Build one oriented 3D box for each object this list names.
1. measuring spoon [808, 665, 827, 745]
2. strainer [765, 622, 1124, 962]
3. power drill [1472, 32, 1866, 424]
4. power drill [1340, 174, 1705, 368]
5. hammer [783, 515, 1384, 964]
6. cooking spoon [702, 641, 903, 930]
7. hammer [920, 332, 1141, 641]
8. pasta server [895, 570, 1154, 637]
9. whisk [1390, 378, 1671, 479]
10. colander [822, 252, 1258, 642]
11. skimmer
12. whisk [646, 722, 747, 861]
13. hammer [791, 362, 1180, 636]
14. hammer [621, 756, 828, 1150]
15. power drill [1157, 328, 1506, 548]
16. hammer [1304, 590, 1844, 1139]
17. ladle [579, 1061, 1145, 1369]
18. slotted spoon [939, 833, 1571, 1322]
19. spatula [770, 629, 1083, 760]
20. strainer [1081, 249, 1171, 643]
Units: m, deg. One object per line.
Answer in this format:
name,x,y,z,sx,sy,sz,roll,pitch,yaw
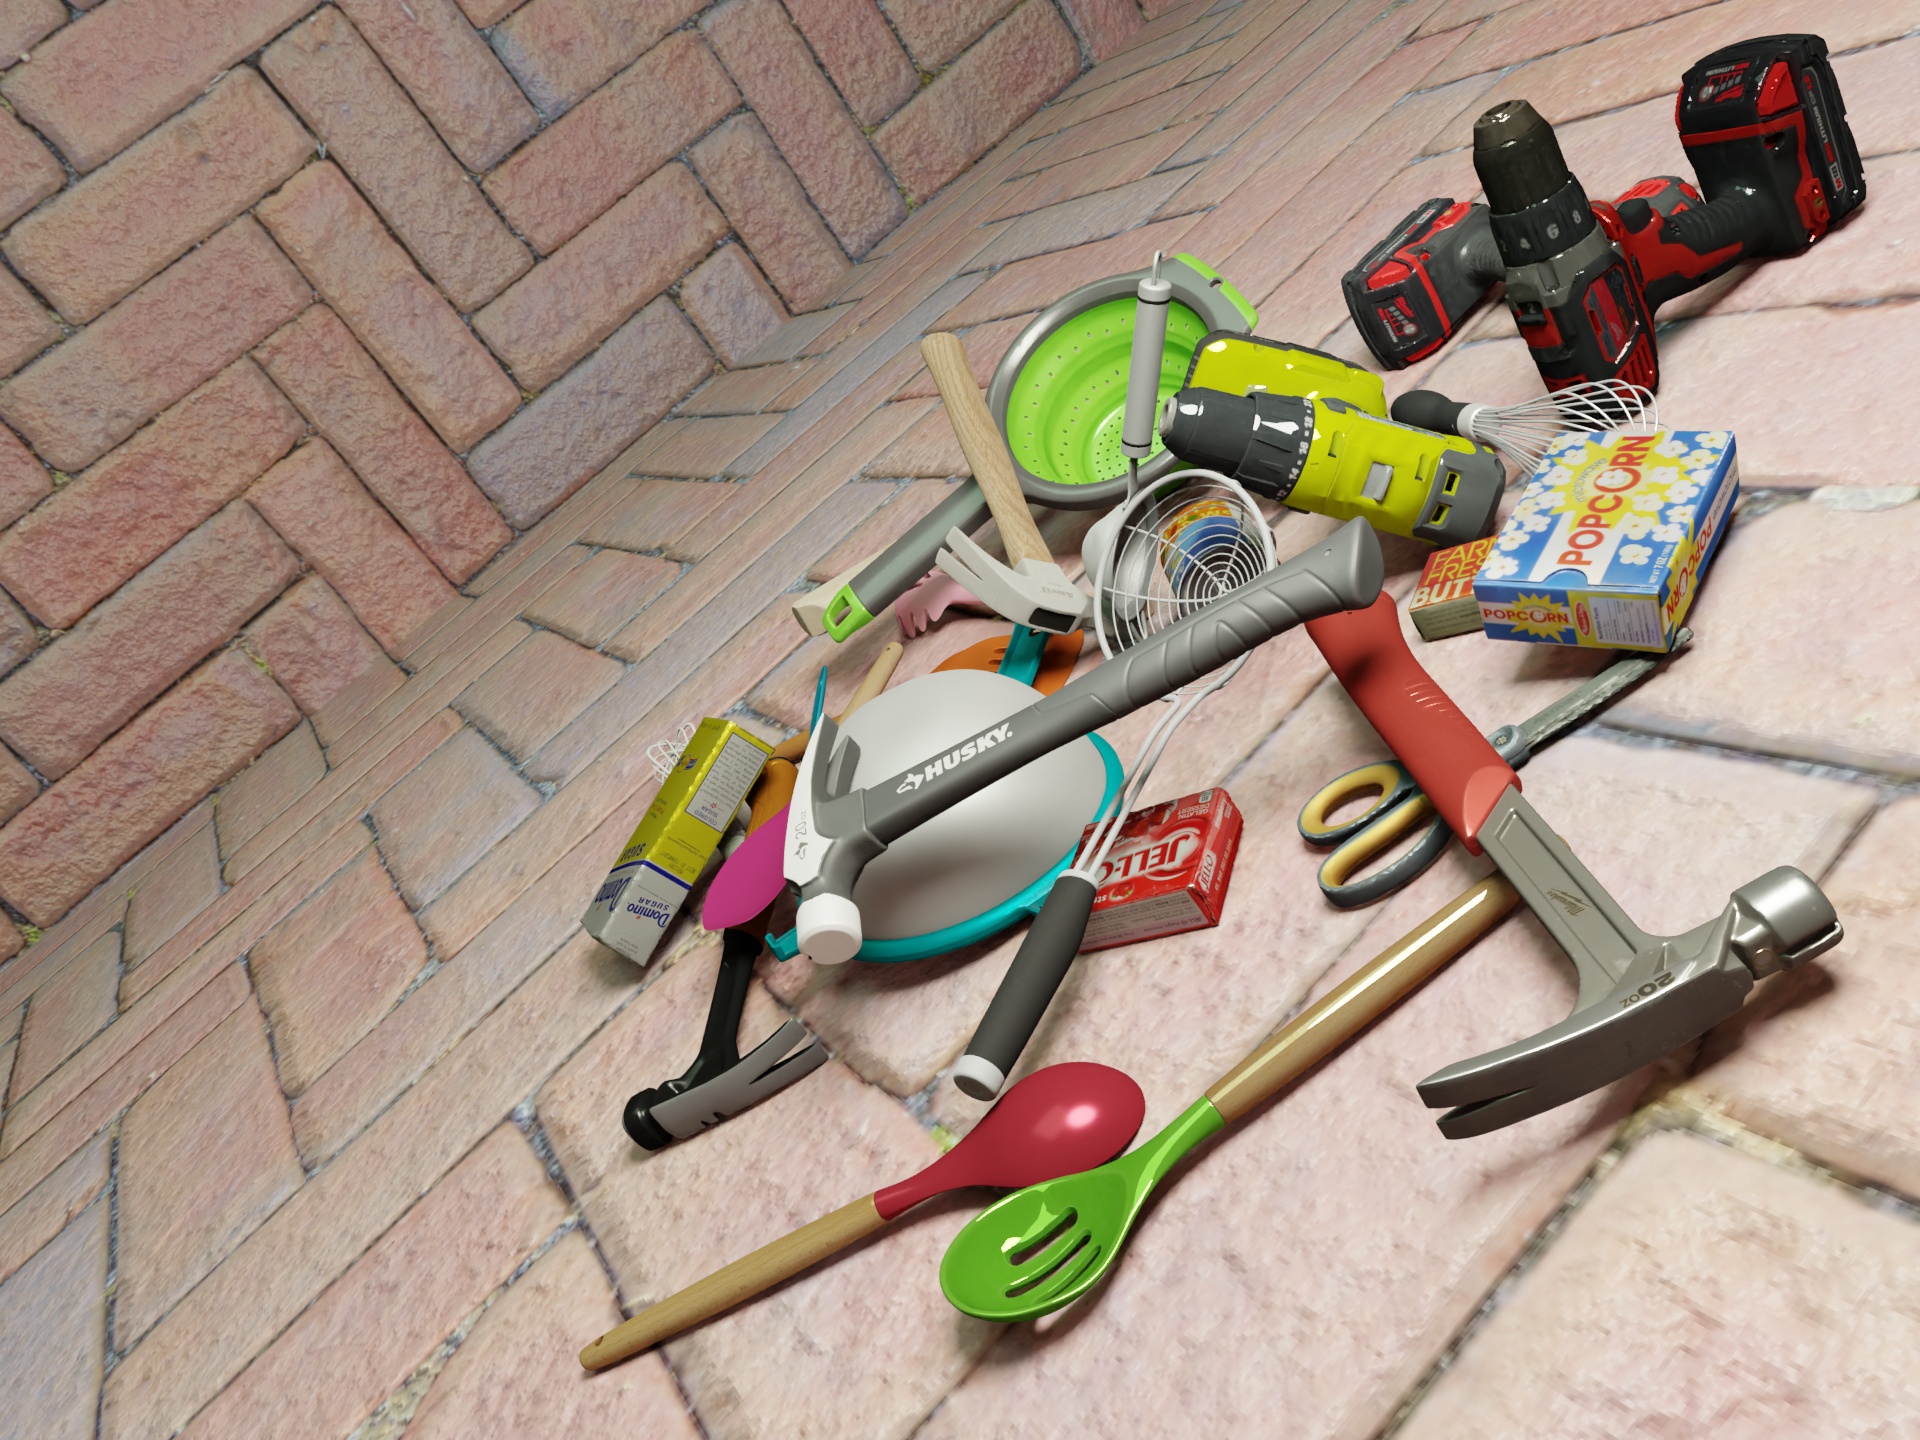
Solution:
measuring spoon,-0.100,0.009,1.185,0.042,0.021,0.129,120,160,-45
strainer,-0.002,-0.003,0.975,0.211,0.095,0.341,-12,33,27
power drill,0.396,-0.304,0.909,0.227,0.187,0.080,-38,24,-13
power drill,0.369,-0.296,1.068,0.143,0.078,0.220,-44,27,-14
hammer,0.053,-0.007,0.787,0.335,0.035,0.146,-29,40,18
cooking spoon,-0.094,0.035,1.079,0.069,0.017,0.319,-16,28,29
hammer,0.021,-0.180,1.140,0.031,0.130,0.332,-60,34,36
pasta server,0.040,-0.088,1.204,0.060,0.040,0.316,-47,29,-21
whisk,0.320,-0.172,0.933,0.070,0.070,0.285,-37,19,0
colander,0.064,-0.181,1.229,0.397,0.094,0.205,-40,52,7
skimmer,0.066,0.018,0.804,0.127,0.090,0.363,-14,35,46
whisk,-0.200,0.058,1.244,0.247,0.057,0.059,40,113,62
hammer,0.033,-0.195,1.332,0.410,0.038,0.146,-34,21,-13
hammer,-0.131,0.123,1.023,0.127,0.034,0.337,-30,27,18
power drill,0.201,-0.176,0.962,0.229,0.190,0.080,-95,19,-68
hammer,0.209,0.027,0.691,0.149,0.036,0.359,-30,26,8
ladle,-0.056,0.236,0.738,0.315,0.031,0.069,-32,23,17
slotted spoon,0.126,0.145,0.650,0.314,0.031,0.070,-37,24,-4
spatula,-0.050,-0.003,1.178,0.322,0.041,0.081,-23,28,38
strainer,0.106,-0.163,0.982,0.050,0.258,0.087,17,37,19
